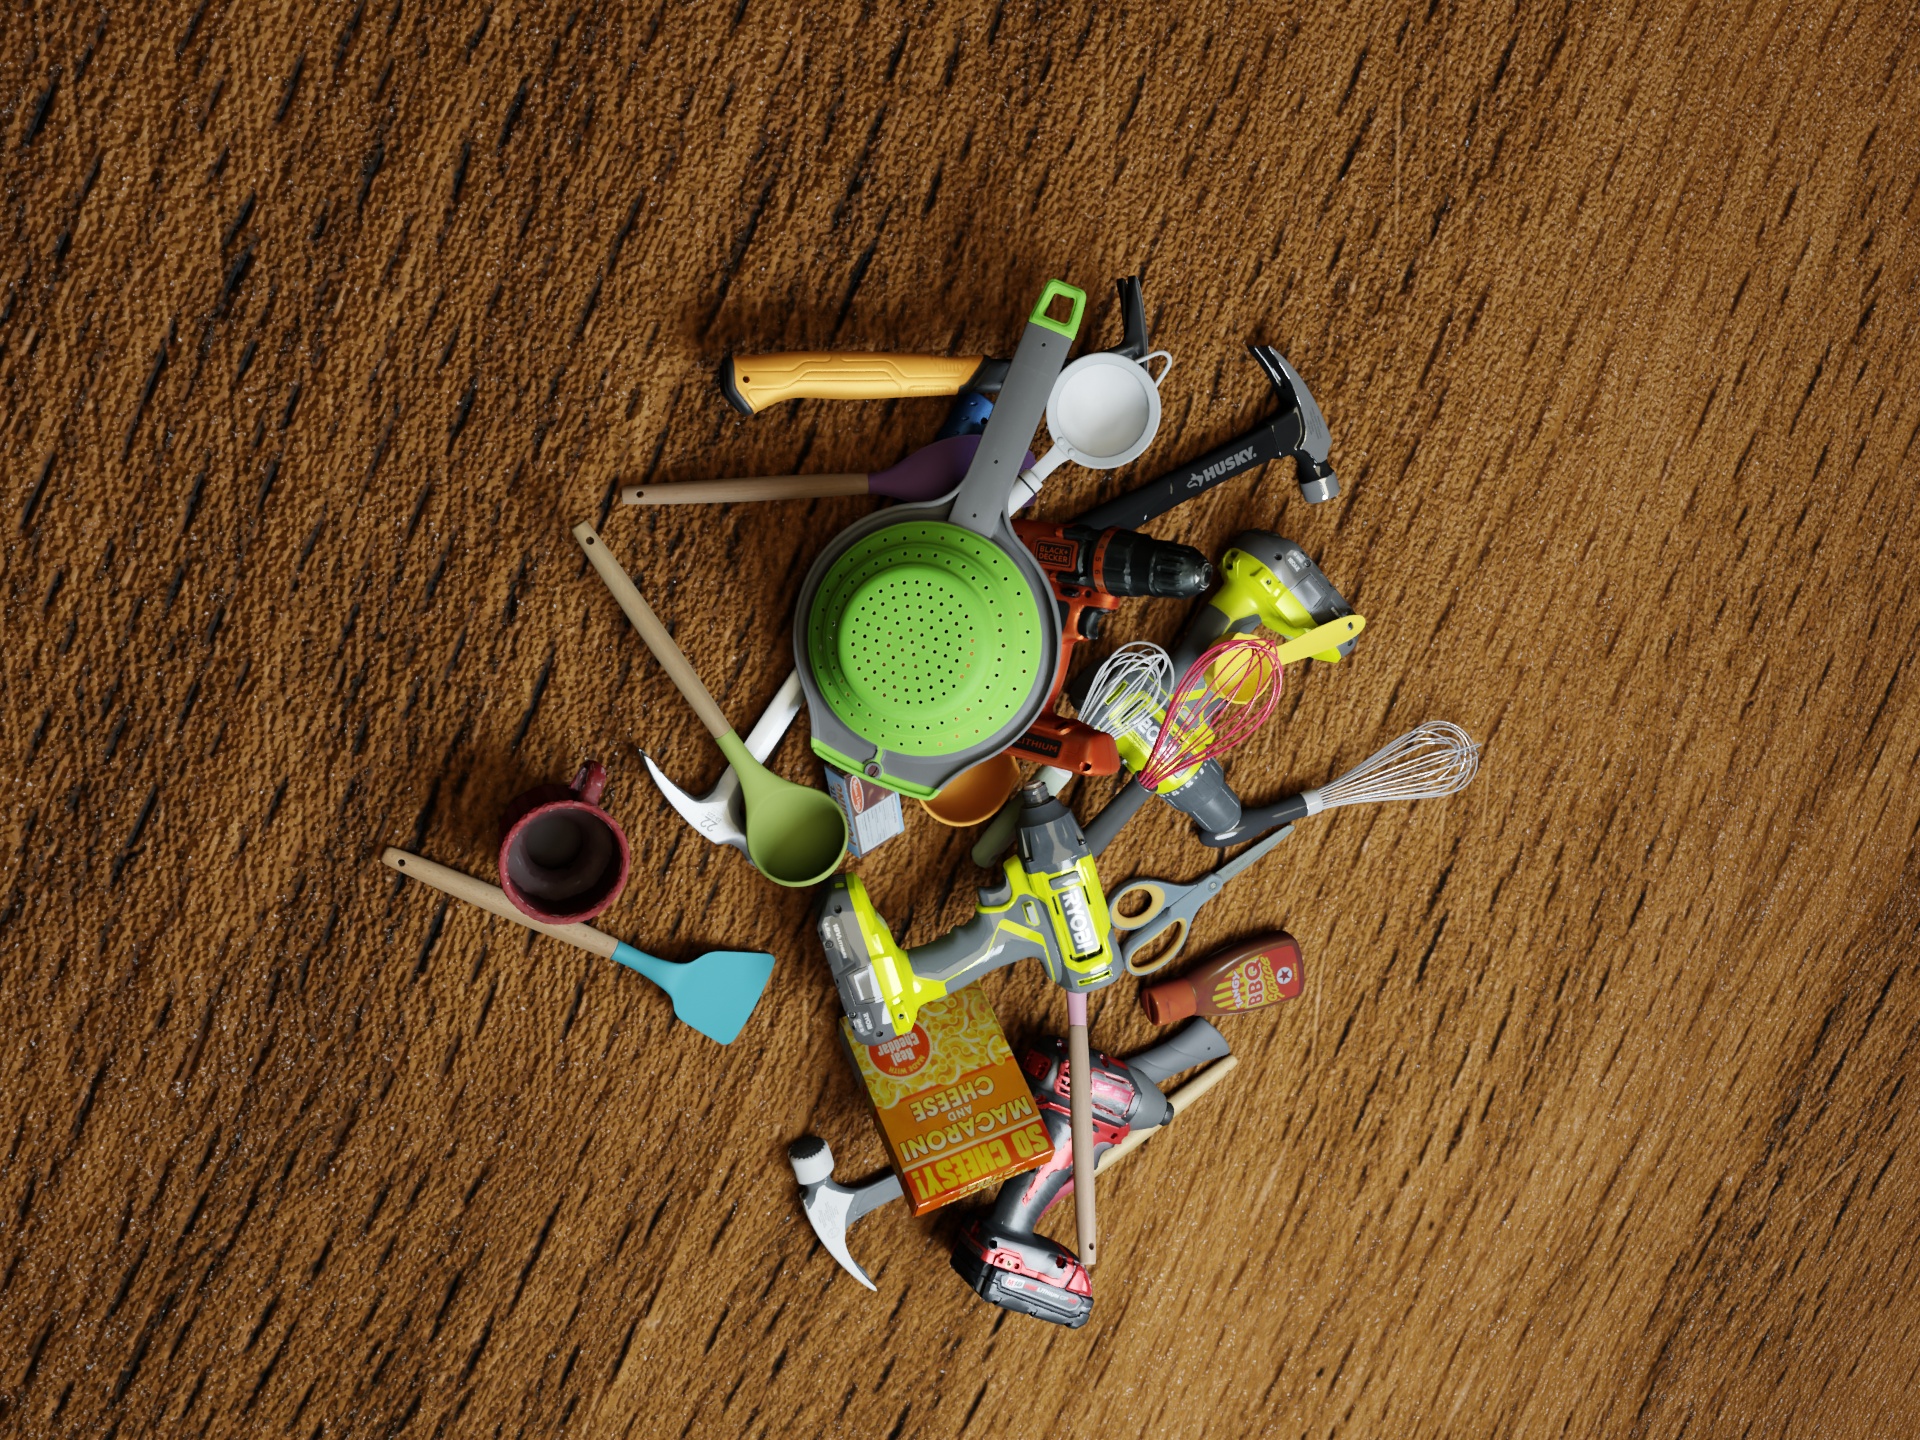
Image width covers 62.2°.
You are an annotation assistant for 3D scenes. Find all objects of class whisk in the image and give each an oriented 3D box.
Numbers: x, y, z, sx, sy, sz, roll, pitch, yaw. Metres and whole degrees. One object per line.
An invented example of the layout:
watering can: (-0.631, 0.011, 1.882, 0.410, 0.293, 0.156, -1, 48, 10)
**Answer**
whisk: (0.344, 0.065, 1.438, 0.284, 0.070, 0.070, -17, 107, -12)
whisk: (0.086, 0.033, 1.290, 0.246, 0.059, 0.057, -51, 159, 23)
whisk: (0.162, 0.037, 1.287, 0.073, 0.073, 0.295, 20, 129, -24)

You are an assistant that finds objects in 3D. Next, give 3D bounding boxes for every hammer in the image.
hammer: (-0.014, -0.268, 1.198, 0.336, 0.034, 0.127, -6, 102, -19)
hammer: (0.159, -0.189, 1.319, 0.335, 0.035, 0.146, -28, 110, -14)
hammer: (-0.096, -0.084, 1.241, 0.144, 0.035, 0.405, 34, 88, -24)
hammer: (0.057, 0.359, 1.396, 0.409, 0.036, 0.149, -20, 109, -17)

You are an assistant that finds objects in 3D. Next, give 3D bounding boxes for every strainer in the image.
strainer: (0.057, -0.188, 1.206, 0.258, 0.050, 0.086, -43, 103, 4)

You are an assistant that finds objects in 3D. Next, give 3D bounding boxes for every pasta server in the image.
pasta server: (0.094, 0.280, 1.305, 0.060, 0.040, 0.316, 8, 68, -23)

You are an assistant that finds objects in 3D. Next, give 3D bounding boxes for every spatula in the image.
spatula: (-0.096, -0.181, 1.204, 0.316, 0.018, 0.060, -5, 94, -10)
spatula: (-0.293, 0.165, 1.226, 0.317, 0.044, 0.082, 27, 91, -19)

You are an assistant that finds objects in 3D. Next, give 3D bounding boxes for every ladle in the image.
ladle: (-0.187, -0.011, 1.172, 0.078, 0.062, 0.320, -37, 110, -13)
ladle: (0.127, 0.395, 1.431, 0.315, 0.031, 0.069, -33, 144, -16)

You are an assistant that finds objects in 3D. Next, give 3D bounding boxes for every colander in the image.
colander: (0.001, -0.133, 1.149, 0.204, 0.094, 0.397, 23, 96, 3)

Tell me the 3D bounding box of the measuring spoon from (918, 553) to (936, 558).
measuring spoon: (-0.009, -0.136, 1.250, 0.117, 0.011, 0.021, -32, 150, -47)

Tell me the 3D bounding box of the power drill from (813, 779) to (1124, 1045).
power drill: (0.003, 0.155, 1.265, 0.223, 0.080, 0.171, -18, 101, -4)

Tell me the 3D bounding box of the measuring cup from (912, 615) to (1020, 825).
measuring cup: (-0.002, -0.004, 1.287, 0.095, 0.052, 0.173, 0, 99, -21)

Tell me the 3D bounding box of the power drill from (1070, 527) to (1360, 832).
power drill: (0.228, -0.031, 1.358, 0.228, 0.080, 0.190, -47, 112, -3)

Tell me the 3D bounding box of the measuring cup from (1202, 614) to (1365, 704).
measuring cup: (0.266, -0.060, 1.313, 0.156, 0.029, 0.062, -20, 109, -22)

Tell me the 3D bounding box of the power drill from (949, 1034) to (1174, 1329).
power drill: (0.091, 0.389, 1.352, 0.143, 0.078, 0.220, 25, 84, -22)
